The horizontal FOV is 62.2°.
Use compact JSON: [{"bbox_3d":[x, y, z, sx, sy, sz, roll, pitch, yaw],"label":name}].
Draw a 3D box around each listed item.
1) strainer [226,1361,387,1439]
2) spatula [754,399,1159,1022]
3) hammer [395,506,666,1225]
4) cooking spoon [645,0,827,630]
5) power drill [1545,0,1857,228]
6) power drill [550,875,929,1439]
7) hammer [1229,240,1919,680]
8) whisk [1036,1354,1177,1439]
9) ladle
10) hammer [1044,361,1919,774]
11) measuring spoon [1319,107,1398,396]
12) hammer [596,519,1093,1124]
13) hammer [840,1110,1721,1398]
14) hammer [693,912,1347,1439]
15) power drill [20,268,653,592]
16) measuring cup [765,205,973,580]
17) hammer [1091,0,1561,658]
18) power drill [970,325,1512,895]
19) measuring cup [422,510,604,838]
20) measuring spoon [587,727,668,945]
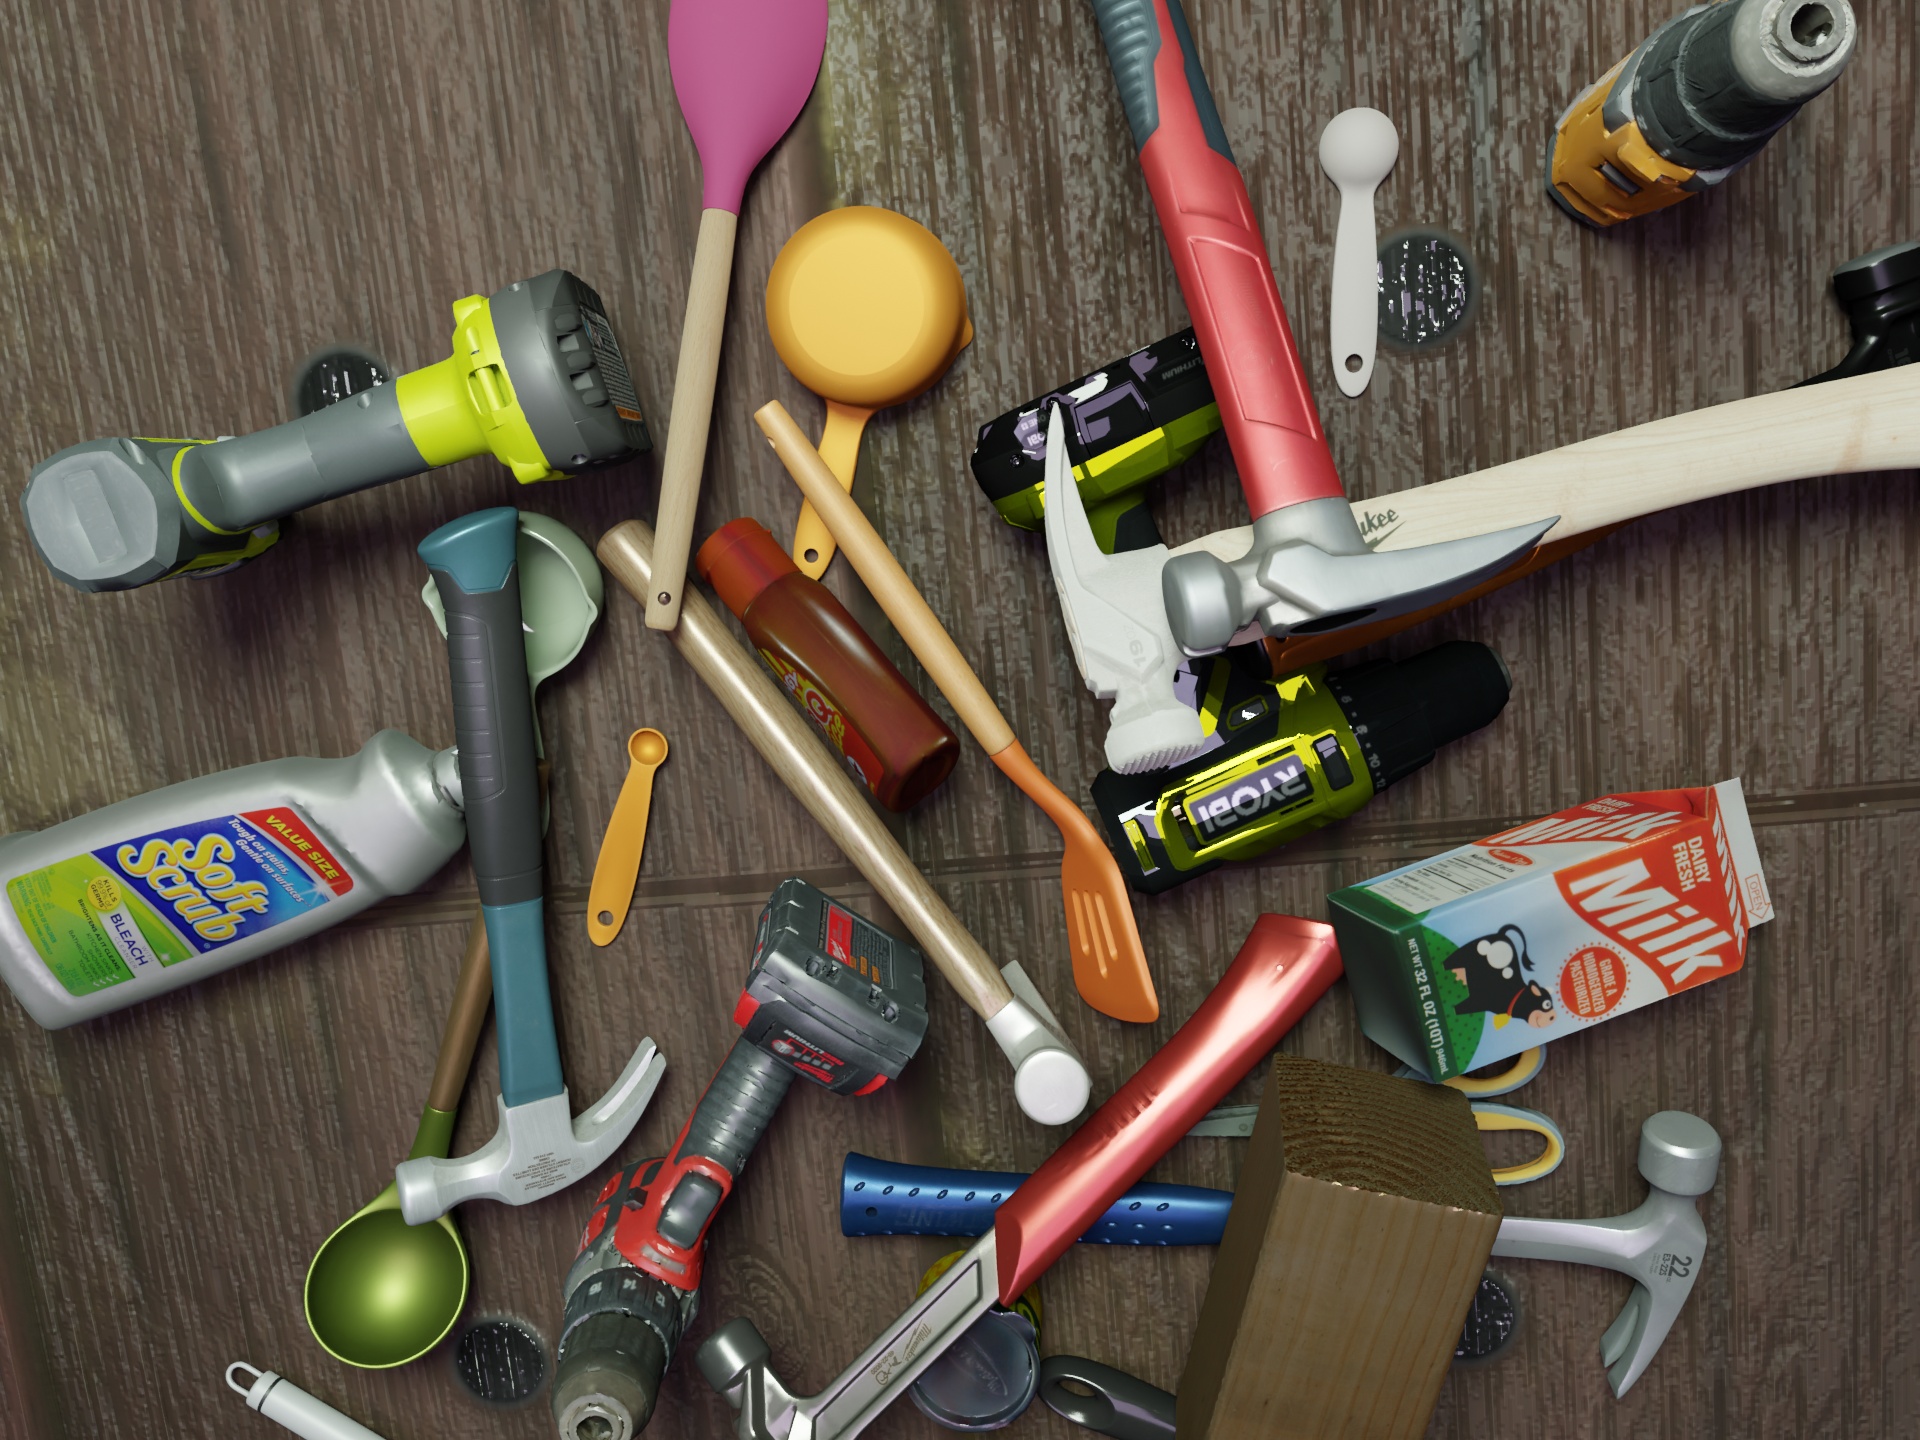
[{"bbox_3d":[-0.275,0.403,0.835,0.258,0.050,0.087,28,95,5],"label":"strainer"},{"bbox_3d":[-0.001,-0.002,0.721,0.041,0.081,0.322,-38,100,-18],"label":"spatula"},{"bbox_3d":[-0.209,0.069,0.731,0.128,0.033,0.331,-9,107,-25],"label":"hammer"},{"bbox_3d":[-0.109,-0.197,0.699,0.068,0.017,0.319,8,91,-10],"label":"cooking spoon"},{"bbox_3d":[0.327,-0.296,0.591,0.084,0.185,0.226,39,98,-1],"label":"power drill"},{"bbox_3d":[-0.107,0.198,0.713,0.080,0.188,0.226,32,97,-8],"label":"power drill"},{"bbox_3d":[0.271,-0.085,0.668,0.337,0.034,0.127,-22,98,-6],"label":"hammer"},{"bbox_3d":[0.176,0.379,0.788,0.296,0.073,0.073,19,101,7],"label":"whisk"},{"bbox_3d":[-0.249,0.170,0.774,0.078,0.062,0.320,17,103,-9],"label":"ladle"},{"bbox_3d":[0.237,-0.099,0.625,0.410,0.038,0.146,-14,77,-2],"label":"hammer"},{"bbox_3d":[0.176,-0.206,0.700,0.034,0.018,0.124,0,101,4],"label":"measuring spoon"},{"bbox_3d":[-0.054,0.041,0.726,0.031,0.130,0.331,-39,84,-1],"label":"hammer"},{"bbox_3d":[0.144,0.247,0.769,0.405,0.035,0.144,2,111,6],"label":"hammer"},{"bbox_3d":[0.052,0.229,0.730,0.359,0.036,0.149,-43,70,-4],"label":"hammer"},{"bbox_3d":[-0.254,-0.117,0.684,0.223,0.171,0.080,-18,100,-1],"label":"power drill"},{"bbox_3d":[-0.053,-0.143,0.712,0.095,0.052,0.173,15,100,2],"label":"measuring cup"},{"bbox_3d":[0.104,-0.220,0.622,0.143,0.038,0.386,-13,75,-4],"label":"hammer"},{"bbox_3d":[0.122,-0.056,0.704,0.190,0.080,0.228,-25,100,4],"label":"power drill"},{"bbox_3d":[-0.206,-0.021,0.761,0.083,0.038,0.167,5,117,5],"label":"measuring cup"},{"bbox_3d":[-0.163,0.057,0.780,0.021,0.011,0.117,17,105,2],"label":"measuring spoon"}]
